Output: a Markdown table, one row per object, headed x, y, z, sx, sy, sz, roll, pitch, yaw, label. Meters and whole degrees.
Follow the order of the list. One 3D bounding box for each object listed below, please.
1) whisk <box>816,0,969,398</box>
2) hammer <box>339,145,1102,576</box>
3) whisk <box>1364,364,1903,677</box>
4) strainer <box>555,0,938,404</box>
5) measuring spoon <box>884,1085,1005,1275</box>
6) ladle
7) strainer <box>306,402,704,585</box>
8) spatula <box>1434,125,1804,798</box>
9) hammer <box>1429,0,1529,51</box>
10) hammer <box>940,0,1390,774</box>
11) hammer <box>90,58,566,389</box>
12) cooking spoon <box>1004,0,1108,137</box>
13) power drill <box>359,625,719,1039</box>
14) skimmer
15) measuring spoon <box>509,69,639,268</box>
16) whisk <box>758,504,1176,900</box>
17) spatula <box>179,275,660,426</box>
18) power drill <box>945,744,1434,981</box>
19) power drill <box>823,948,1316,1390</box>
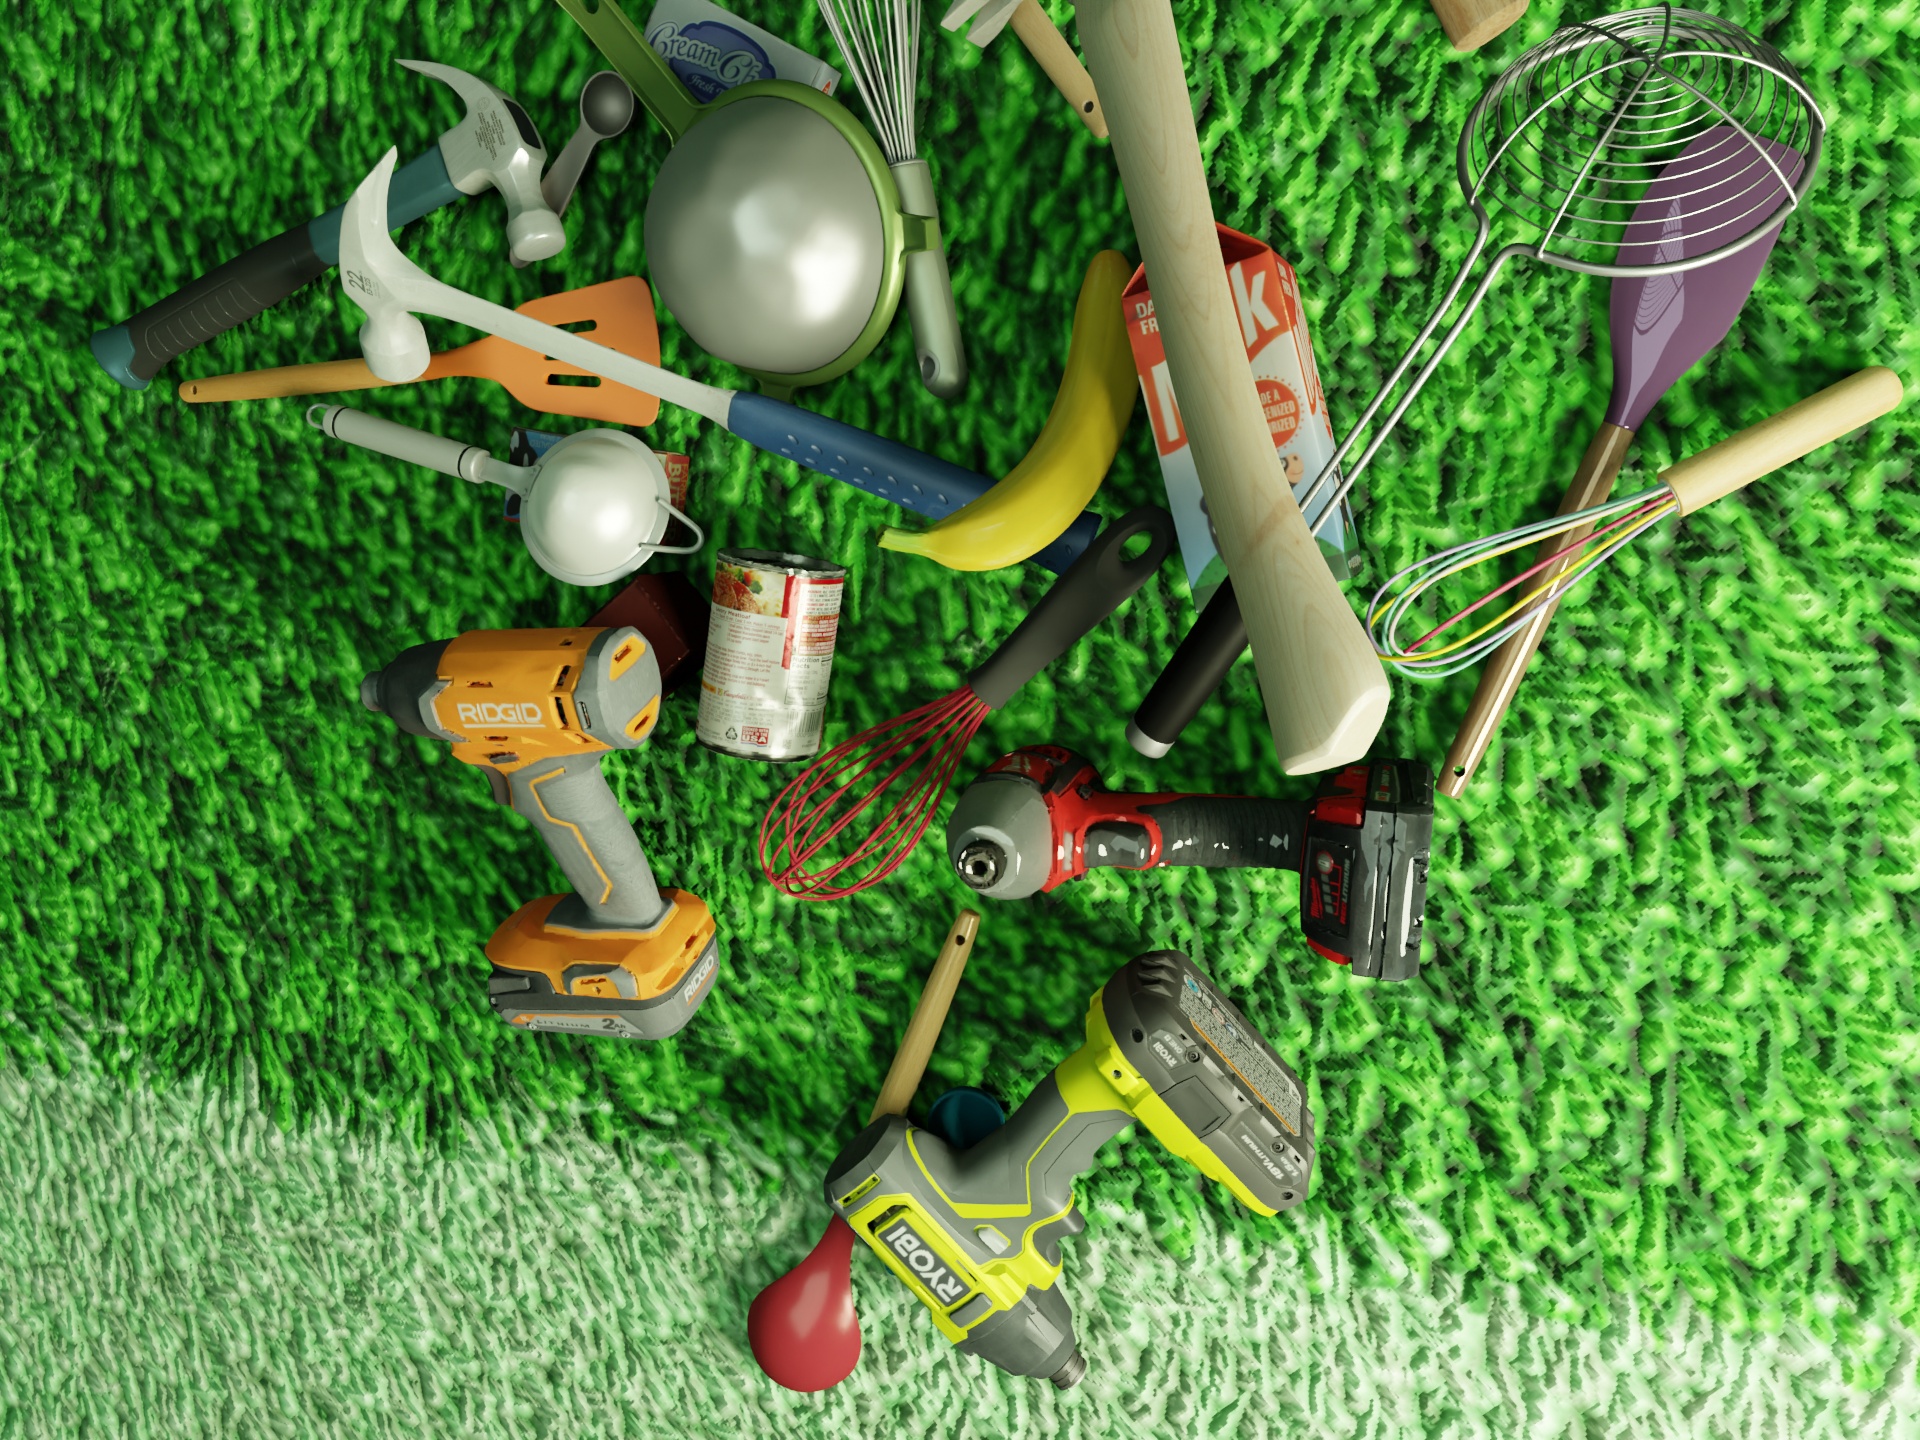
| x | y | z | sx | sy | sz | roll | pitch | yaw | label |
| --- | --- | --- | --- | --- | --- | --- | --- | --- | --- |
| -0.029 | -0.283 | 0.792 | 0.058 | 0.059 | 0.246 | 0 | 104 | 56 | whisk |
| -0.123 | -0.161 | 0.793 | 0.405 | 0.144 | 0.035 | 21 | 60 | 3 | hammer |
| 0.290 | -0.085 | 0.692 | 0.245 | 0.047 | 0.051 | -28 | 94 | 9 | whisk |
| -0.138 | -0.278 | 0.790 | 0.256 | 0.069 | 0.151 | 51 | 128 | 2 | strainer |
| -0.013 | 0.251 | 0.874 | 0.042 | 0.021 | 0.128 | 25 | 109 | 1 | measuring spoon |
| -0.049 | 0.246 | 0.882 | 0.069 | 0.031 | 0.315 | 23 | 103 | 6 | ladle |
| -0.259 | -0.136 | 0.867 | 0.258 | 0.050 | 0.087 | 19 | 86 | 19 | strainer |
| 0.284 | -0.109 | 0.720 | 0.060 | 0.018 | 0.316 | 23 | 103 | 10 | spatula |
| 0.158 | -0.450 | 0.708 | 0.130 | 0.031 | 0.331 | -30 | 88 | 21 | hammer |
| 0.091 | -0.174 | 0.673 | 0.146 | 0.038 | 0.411 | -24 | 72 | 39 | hammer |
| -0.376 | -0.268 | 0.913 | 0.331 | 0.033 | 0.128 | -19 | 86 | 22 | hammer |
| -0.018 | -0.415 | 0.781 | 0.068 | 0.017 | 0.319 | -36 | 85 | 22 | cooking spoon |
| -0.225 | 0.056 | 0.852 | 0.164 | 0.084 | 0.226 | 1 | 118 | 19 | power drill |
| 0.191 | -0.122 | 0.662 | 0.127 | 0.090 | 0.363 | 52 | 124 | 31 | skimmer |
| -0.211 | -0.298 | 0.869 | 0.034 | 0.018 | 0.124 | 46 | 116 | 10 | measuring spoon |
| -0.001 | -0.003 | 0.798 | 0.295 | 0.073 | 0.073 | -44 | 83 | 23 | whisk |
| -0.321 | -0.200 | 0.915 | 0.323 | 0.041 | 0.081 | 0 | 99 | 23 | spatula |
| 0.104 | 0.058 | 0.741 | 0.220 | 0.143 | 0.078 | 5 | 102 | 16 | power drill |
| 0.063 | 0.235 | 0.808 | 0.223 | 0.080 | 0.171 | -41 | 95 | 20 | power drill |
